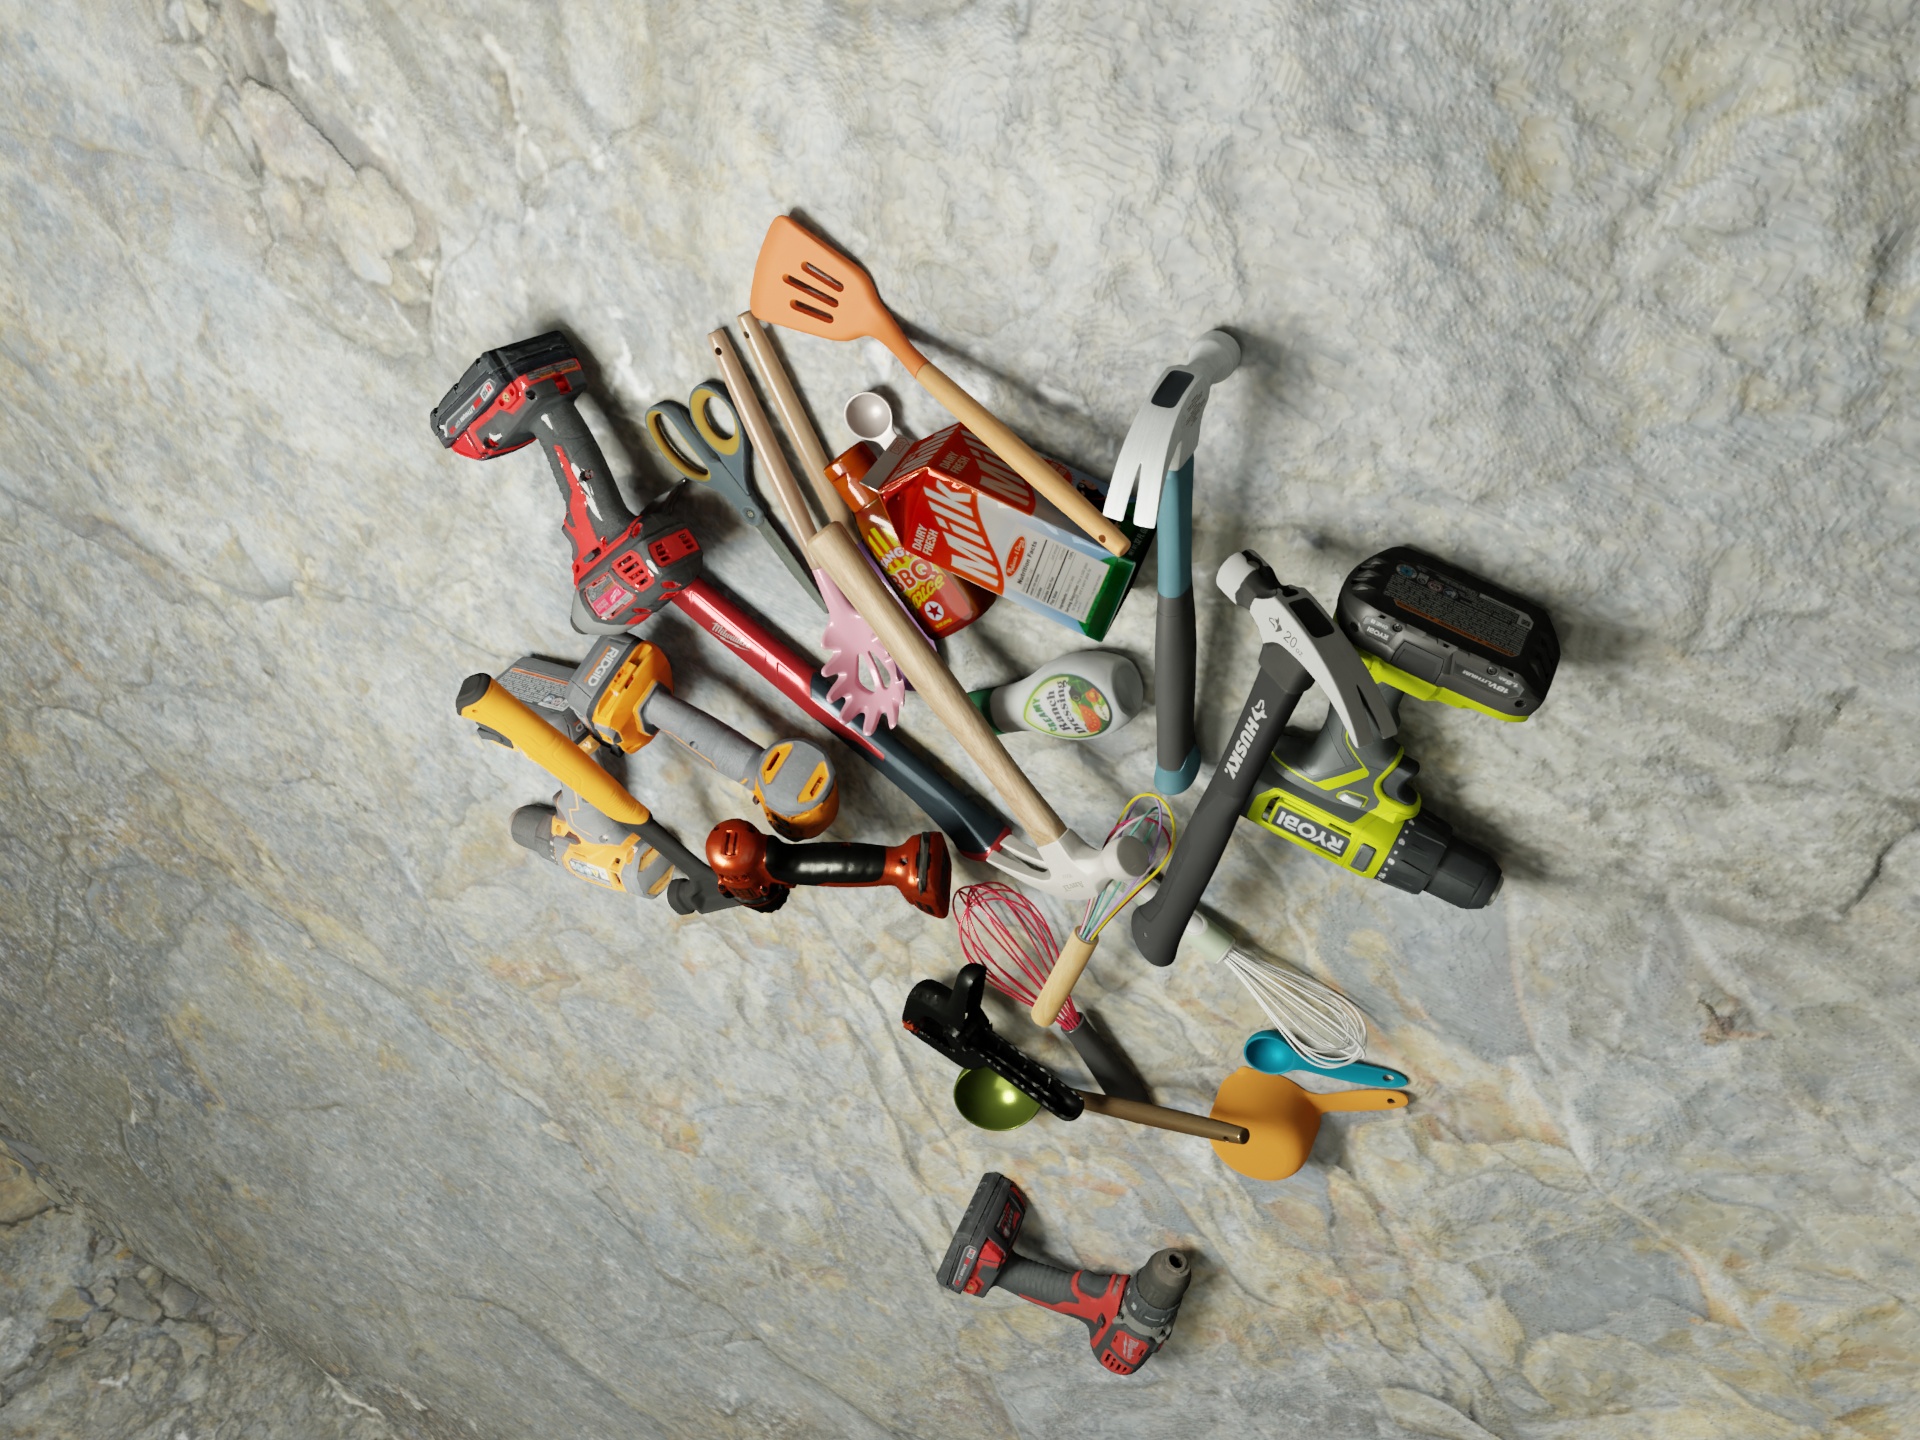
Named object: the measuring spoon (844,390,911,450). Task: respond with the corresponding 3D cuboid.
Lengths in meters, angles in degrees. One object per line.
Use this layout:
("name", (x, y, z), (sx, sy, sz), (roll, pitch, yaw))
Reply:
("measuring spoon", (-0.033, -0.183, 1.118), (0.034, 0.018, 0.124), (-35, 109, 26))

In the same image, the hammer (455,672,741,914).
("hammer", (-0.287, 0.065, 1.332), (0.127, 0.034, 0.336), (-15, 138, 29))

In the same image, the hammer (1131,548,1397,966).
("hammer", (0.180, 0.057, 1.066), (0.146, 0.035, 0.334), (52, 144, 32))

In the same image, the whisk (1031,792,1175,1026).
("whisk", (0.107, 0.153, 1.224), (0.047, 0.051, 0.244), (30, 124, 9))

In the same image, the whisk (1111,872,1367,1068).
("whisk", (0.211, 0.183, 1.227), (0.246, 0.058, 0.059), (37, 164, 7))

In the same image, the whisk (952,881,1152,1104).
("whisk", (0.084, 0.241, 1.341), (0.073, 0.073, 0.295), (-16, 121, 38))

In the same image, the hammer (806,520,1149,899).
("hammer", (-0.002, -0.004, 1.157), (0.331, 0.031, 0.130), (53, 144, -6))

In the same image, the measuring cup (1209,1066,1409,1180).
("measuring cup", (0.279, 0.329, 1.290), (0.173, 0.052, 0.095), (-18, 113, 41))

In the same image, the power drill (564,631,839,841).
("power drill", (-0.201, 0.025, 1.311), (0.226, 0.084, 0.164), (29, 164, 7))

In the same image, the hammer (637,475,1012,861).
("hammer", (-0.109, -0.029, 1.261), (0.386, 0.038, 0.143), (39, 132, -1))

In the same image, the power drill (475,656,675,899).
("power drill", (-0.367, 0.055, 1.451), (0.185, 0.084, 0.226), (14, 134, 30))

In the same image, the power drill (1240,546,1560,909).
("power drill", (0.292, 0.018, 1.033), (0.190, 0.080, 0.228), (27, 136, 12))

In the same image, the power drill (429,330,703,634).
("power drill", (-0.299, -0.170, 1.211), (0.143, 0.078, 0.219), (-30, 94, 42))

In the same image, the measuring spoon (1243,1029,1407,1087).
("measuring spoon", (0.291, 0.270, 1.269), (0.128, 0.021, 0.042), (9, 127, 13))

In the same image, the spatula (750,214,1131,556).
("spatula", (-0.014, -0.210, 1.034), (0.323, 0.041, 0.081), (44, 136, 18))

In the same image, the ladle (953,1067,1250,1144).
("ladle", (0.111, 0.331, 1.337), (0.320, 0.062, 0.078), (-3, 124, 51))

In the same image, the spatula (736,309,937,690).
("spatula", (-0.087, -0.153, 1.166), (0.060, 0.018, 0.315), (-2, 123, 42))

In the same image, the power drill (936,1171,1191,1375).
("power drill", (0.105, 0.528, 1.531), (0.227, 0.080, 0.187), (25, 133, 8))

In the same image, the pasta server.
("pasta server", (-0.116, -0.136, 1.172), (0.060, 0.040, 0.316), (-16, 110, 20))

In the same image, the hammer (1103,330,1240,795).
("hammer", (0.141, -0.079, 1.039), (0.033, 0.128, 0.330), (19, 139, 26))
